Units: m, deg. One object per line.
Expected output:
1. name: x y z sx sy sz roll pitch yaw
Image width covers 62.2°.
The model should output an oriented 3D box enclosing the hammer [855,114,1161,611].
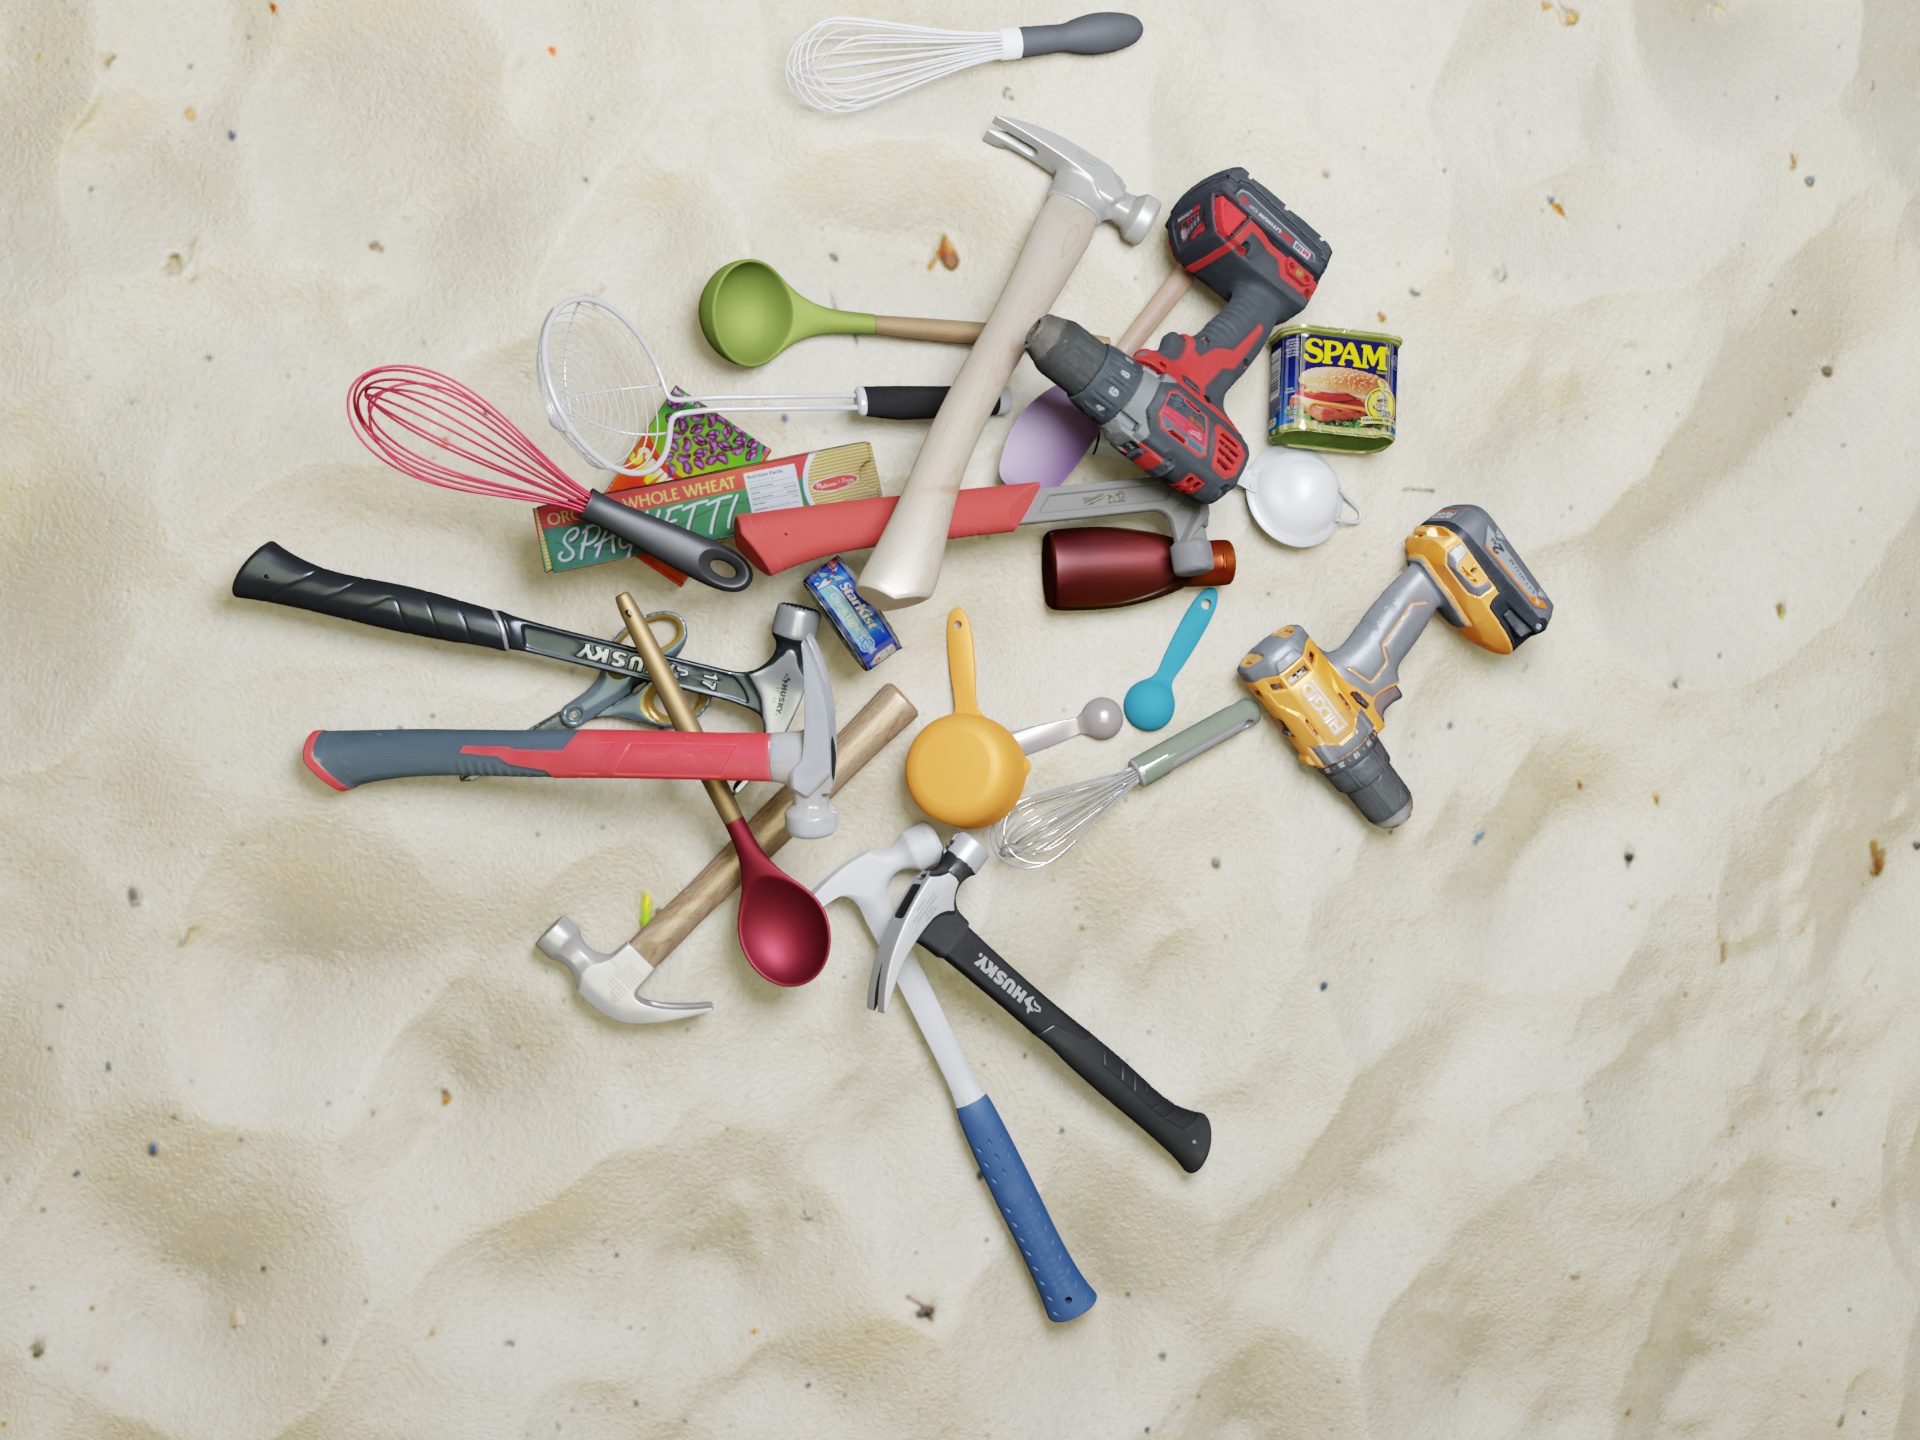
1. hammer: 0.013 -0.261 1.157 0.146 0.038 0.411 28 68 -8

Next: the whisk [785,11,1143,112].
1. whisk: 0.006 -0.509 1.203 0.284 0.070 0.070 -13 95 -13

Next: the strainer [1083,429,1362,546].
1. strainer: 0.205 -0.196 1.257 0.258 0.050 0.087 12 75 -6

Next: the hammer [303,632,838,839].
1. hammer: -0.280 0.009 1.131 0.386 0.038 0.143 1 106 7

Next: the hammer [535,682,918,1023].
1. hammer: -0.158 0.099 1.214 0.331 0.031 0.130 -44 98 -5

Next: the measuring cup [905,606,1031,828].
1. measuring cup: -0.002 -0.004 1.213 0.095 0.052 0.174 -7 84 17

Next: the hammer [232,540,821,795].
1. hammer: -0.315 -0.056 1.160 0.409 0.036 0.149 13 96 -10

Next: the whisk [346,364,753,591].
1. whisk: -0.275 -0.159 1.094 0.295 0.073 0.073 25 88 -22

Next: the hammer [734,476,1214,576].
1. hammer: 0.012 -0.163 1.172 0.359 0.036 0.149 -8 82 -16

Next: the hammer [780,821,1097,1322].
1. hammer: -0.002 0.290 1.246 0.144 0.035 0.405 -26 96 -7

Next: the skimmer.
1. skimmer: -0.121 -0.239 1.140 0.363 0.090 0.127 -5 79 -22

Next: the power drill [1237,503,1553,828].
1. power drill: 0.359 -0.040 1.270 0.226 0.084 0.185 -39 100 -2

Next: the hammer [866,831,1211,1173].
1. hammer: 0.074 0.246 1.232 0.334 0.035 0.146 43 72 -17

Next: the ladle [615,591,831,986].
1. ladle: -0.179 0.051 1.164 0.069 0.031 0.315 -24 99 4

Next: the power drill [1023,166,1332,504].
1. power drill: 0.160 -0.295 1.172 0.187 0.080 0.227 33 72 -19

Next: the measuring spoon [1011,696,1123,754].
1. measuring spoon: 0.071 0.012 1.254 0.124 0.018 0.034 -17 95 -7

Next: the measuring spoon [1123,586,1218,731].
1. measuring spoon: 0.173 -0.050 1.265 0.042 0.021 0.128 29 89 -9

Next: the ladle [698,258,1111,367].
1. ladle: -0.037 -0.298 1.205 0.320 0.062 0.078 2 104 -12

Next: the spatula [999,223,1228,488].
1. spatula: 0.135 -0.301 1.239 0.059 0.018 0.316 41 81 -15

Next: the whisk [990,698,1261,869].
1. whisk: 0.133 0.046 1.253 0.246 0.057 0.059 -28 63 -11
